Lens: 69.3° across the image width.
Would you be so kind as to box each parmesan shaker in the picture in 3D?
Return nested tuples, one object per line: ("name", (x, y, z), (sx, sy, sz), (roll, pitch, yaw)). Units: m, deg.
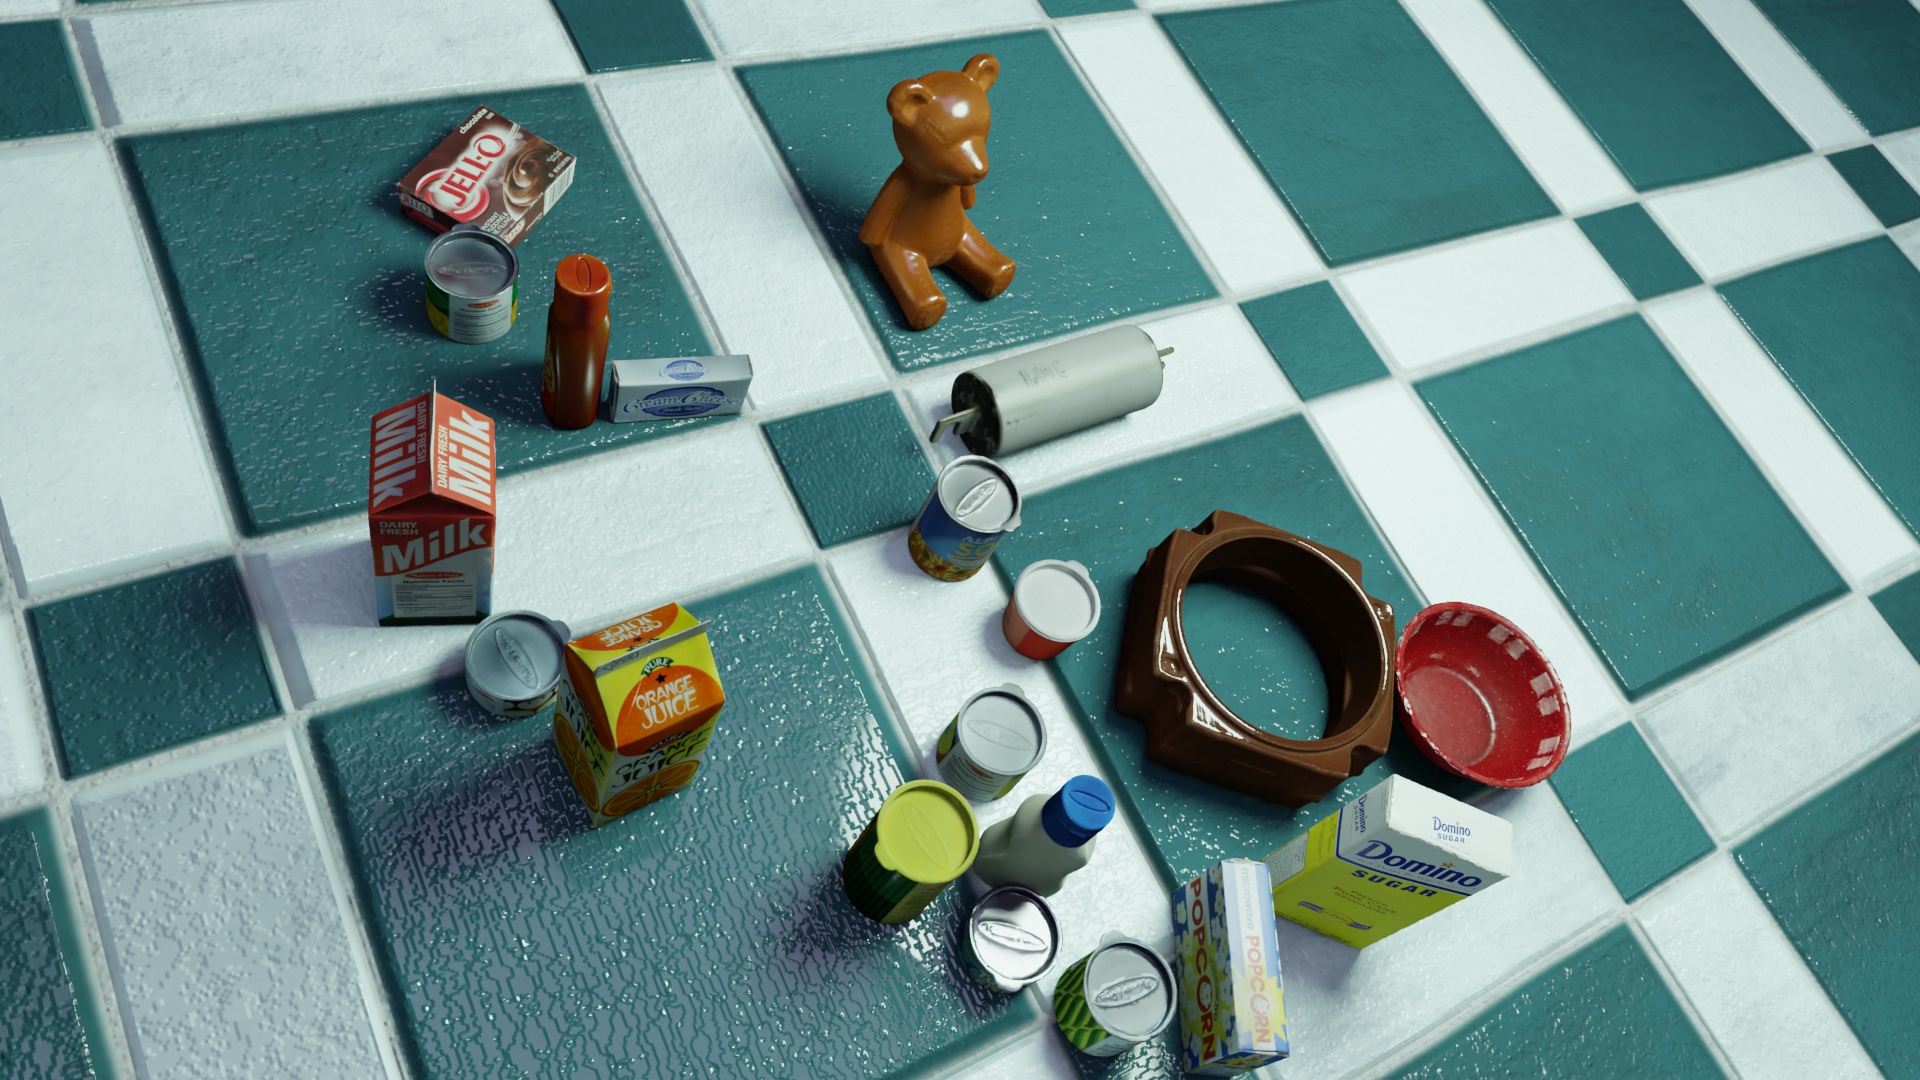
("parmesan shaker", (-0.037, 0.205, 0.901), (0.071, 0.102, 0.071), (9, 59, -15))

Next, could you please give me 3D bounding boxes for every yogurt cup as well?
("yogurt cup", (0.066, 0.056, 1.056), (0.072, 0.053, 0.073), (9, 58, -15))

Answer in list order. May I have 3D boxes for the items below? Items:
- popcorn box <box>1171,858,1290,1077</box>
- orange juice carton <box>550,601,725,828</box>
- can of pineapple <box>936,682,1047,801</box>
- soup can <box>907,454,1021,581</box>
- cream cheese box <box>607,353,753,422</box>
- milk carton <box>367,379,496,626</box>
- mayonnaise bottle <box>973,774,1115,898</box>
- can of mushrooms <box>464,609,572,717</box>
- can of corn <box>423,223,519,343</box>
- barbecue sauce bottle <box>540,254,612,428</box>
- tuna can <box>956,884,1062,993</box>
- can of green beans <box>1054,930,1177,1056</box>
("popcorn box", (0.181, 0.290, 0.941), (0.038, 0.084, 0.127), (9, 58, -15))
("orange juice carton", (-0.198, 0.102, 0.850), (0.072, 0.191, 0.073), (-22, 70, -29))
("can of pineapple", (0.022, 0.144, 0.986), (0.071, 0.057, 0.071), (9, 58, -15))
("soup can", (0.004, -0.013, 1.057), (0.071, 0.083, 0.071), (9, 58, -15))
("cream cheese box", (-0.214, -0.116, 1.057), (0.104, 0.053, 0.024), (-6, 64, -23))
("milk carton", (-0.331, -0.019, 0.874), (0.073, 0.189, 0.072), (0, 61, -20))
("mayonnaise bottle", (0.058, 0.195, 0.914), (0.065, 0.147, 0.041), (23, 56, -6))
("can of mushrooms", (-0.293, 0.081, 0.924), (0.071, 0.033, 0.071), (9, 58, -15))
("can of corn", (-0.367, -0.192, 1.044), (0.071, 0.058, 0.071), (9, 58, -15))
("barbecue sauce bottle", (-0.275, -0.144, 0.994), (0.044, 0.147, 0.065), (-2, 62, -21))
("tuna can", (0.032, 0.270, 0.931), (0.071, 0.032, 0.071), (9, 58, -15))
("can of green beans", (0.102, 0.303, 0.921), (0.071, 0.057, 0.071), (9, 58, -15))
